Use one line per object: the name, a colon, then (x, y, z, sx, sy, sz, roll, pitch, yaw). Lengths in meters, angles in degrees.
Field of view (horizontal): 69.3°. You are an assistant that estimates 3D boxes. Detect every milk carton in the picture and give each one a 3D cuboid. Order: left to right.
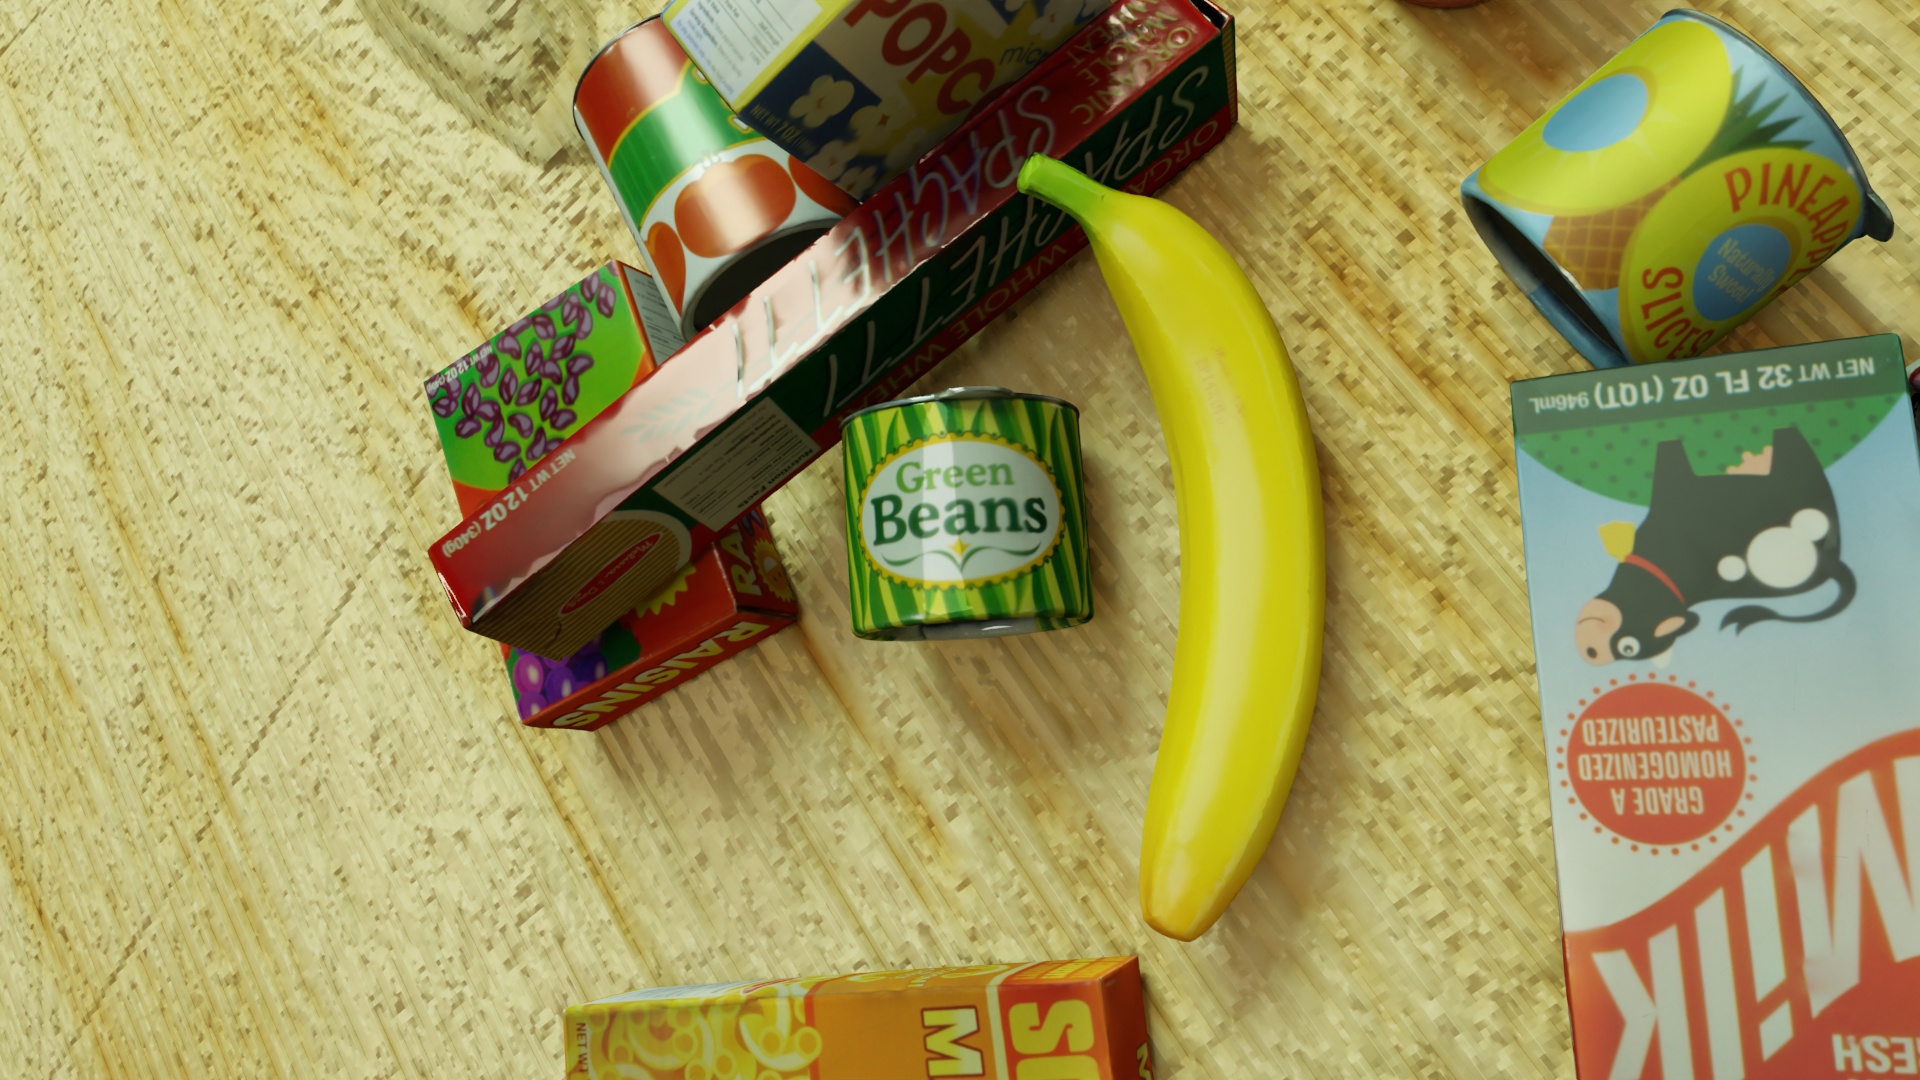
milk carton: (0.163, 0.061, 0.293, 0.072, 0.073, 0.190, -5, 81, 23)

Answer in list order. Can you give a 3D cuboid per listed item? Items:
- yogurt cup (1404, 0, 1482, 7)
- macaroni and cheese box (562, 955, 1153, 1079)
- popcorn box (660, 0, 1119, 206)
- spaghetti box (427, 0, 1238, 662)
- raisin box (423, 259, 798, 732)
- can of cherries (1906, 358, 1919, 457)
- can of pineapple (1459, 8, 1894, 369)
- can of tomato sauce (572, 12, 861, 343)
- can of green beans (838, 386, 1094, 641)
yogurt cup: (0.125, -0.173, 0.352, 0.072, 0.054, 0.072, -3, 82, 23)
macaroni and cheese box: (-0.026, 0.182, 0.376, 0.166, 0.040, 0.124, -11, 78, 22)
popcorn box: (-0.007, -0.130, 0.364, 0.085, 0.127, 0.038, -41, 73, 14)
spaghetti box: (-0.030, -0.057, 0.378, 0.250, 0.050, 0.029, -38, 69, 1)
raisin box: (-0.113, -0.013, 0.441, 0.086, 0.040, 0.123, -28, 72, 17)
can of cherries: (0.236, -0.023, 0.275, 0.058, 0.071, 0.071, -37, 70, 15)
can of pineapple: (0.159, -0.075, 0.316, 0.057, 0.071, 0.071, -40, 70, 15)
can of tomato sauce: (-0.069, -0.108, 0.420, 0.071, 0.071, 0.083, -34, 72, 16)
can of green beans: (0.001, -0.004, 0.375, 0.071, 0.071, 0.058, -8, 80, 22)
